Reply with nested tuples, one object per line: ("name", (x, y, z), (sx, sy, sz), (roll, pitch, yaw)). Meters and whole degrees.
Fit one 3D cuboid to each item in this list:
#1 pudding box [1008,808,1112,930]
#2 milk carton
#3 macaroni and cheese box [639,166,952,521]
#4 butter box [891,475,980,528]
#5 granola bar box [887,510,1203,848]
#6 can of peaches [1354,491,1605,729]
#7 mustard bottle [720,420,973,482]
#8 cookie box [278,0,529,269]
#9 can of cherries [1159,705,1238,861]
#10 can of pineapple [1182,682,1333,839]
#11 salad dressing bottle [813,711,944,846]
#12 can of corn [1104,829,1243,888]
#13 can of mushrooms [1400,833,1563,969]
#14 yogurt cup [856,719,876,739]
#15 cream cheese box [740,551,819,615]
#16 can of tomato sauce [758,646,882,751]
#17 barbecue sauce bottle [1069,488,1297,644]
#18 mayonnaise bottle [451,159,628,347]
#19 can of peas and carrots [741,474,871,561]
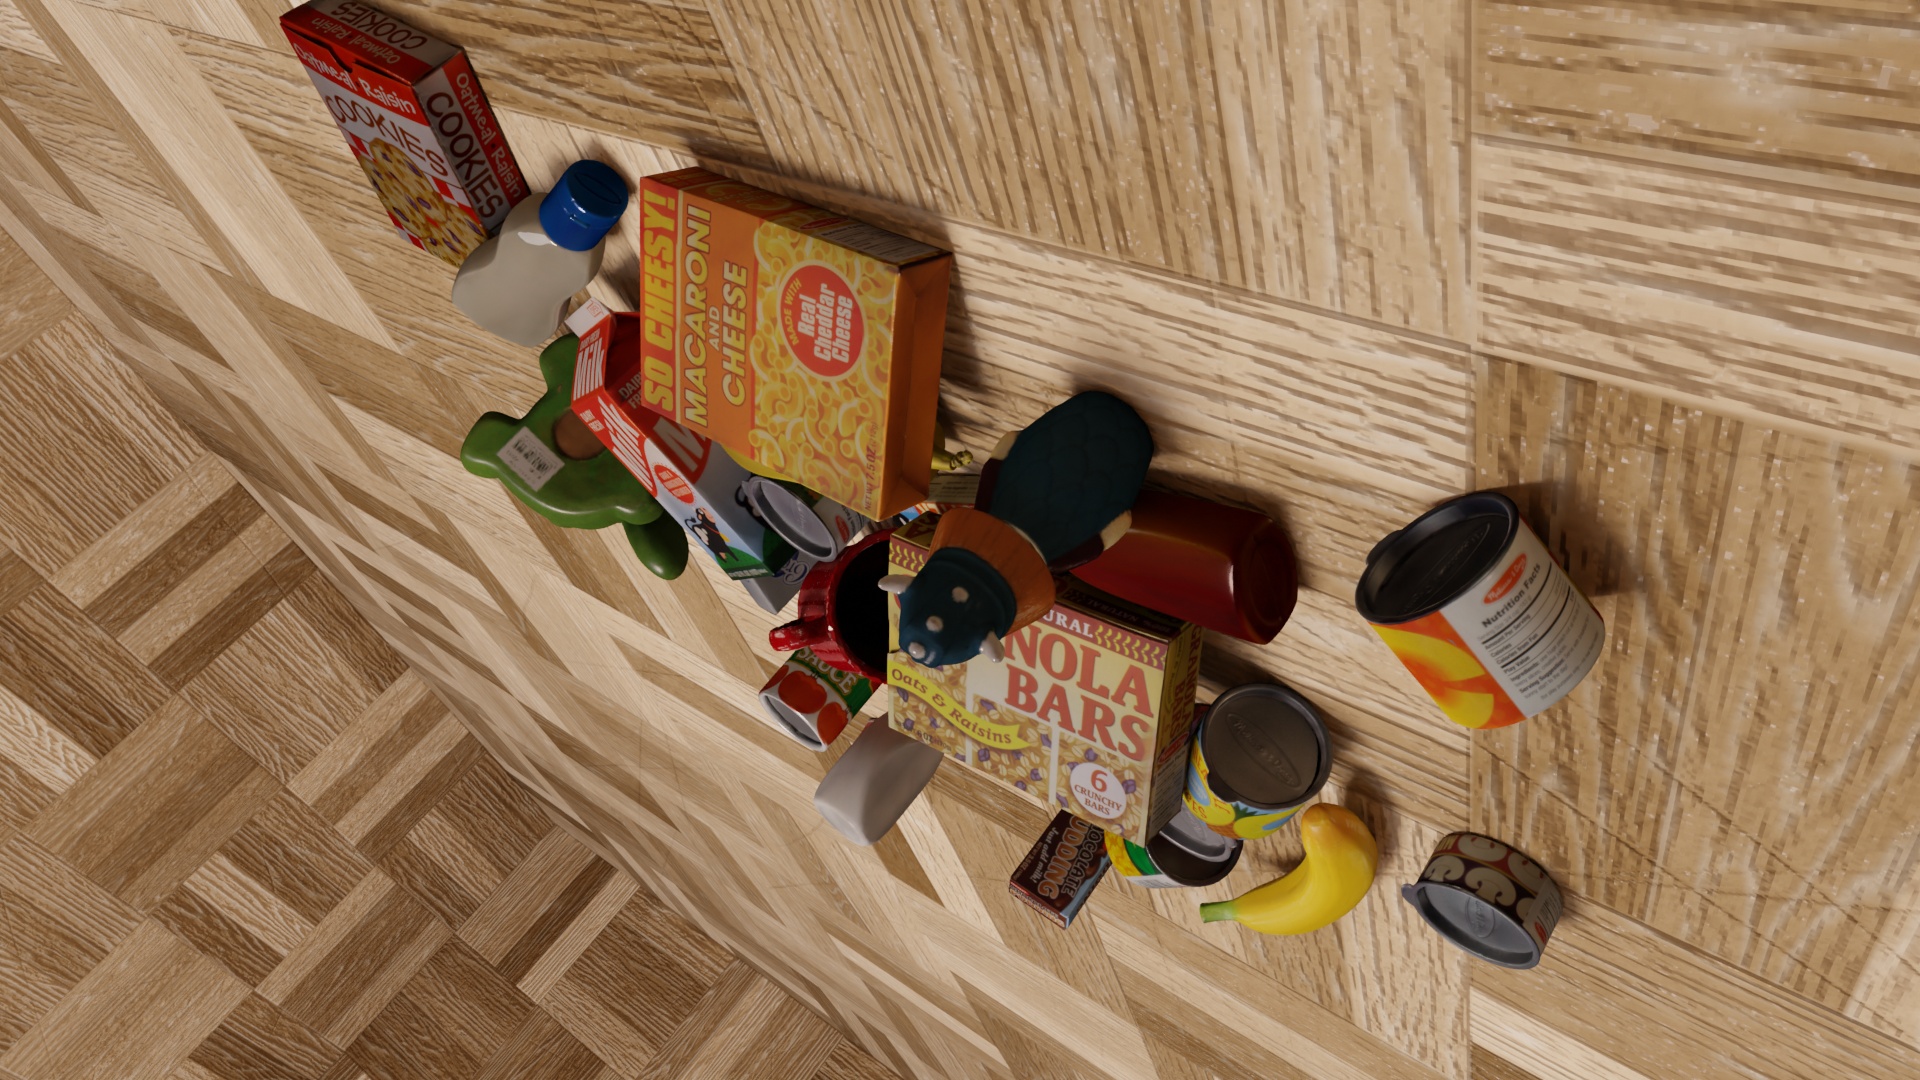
("pudding box", (0.077, 0.222, 0.966), (0.050, 0.084, 0.030), (32, 153, 20))
("milk carton", (-0.166, -0.068, 0.846), (0.190, 0.074, 0.072), (49, 154, -17))
("macaroni and cheese box", (-0.084, -0.097, 0.662), (0.167, 0.040, 0.123), (26, 123, 31))
("butter box", (0.003, -0.010, 0.760), (0.103, 0.024, 0.053), (4, 136, 53))
("granola bar box", (0.037, 0.068, 0.711), (0.166, 0.039, 0.123), (20, 124, 30))
("can of peaches", (0.186, 0.025, 0.503), (0.058, 0.071, 0.071), (47, 155, -14))
("mustard bottle", (-0.059, -0.055, 0.729), (0.160, 0.065, 0.048), (18, 143, 34))
("cookie box", (-0.320, -0.232, 0.835), (0.123, 0.040, 0.166), (29, 153, 25))
("can of cherries", (0.137, 0.134, 0.765), (0.071, 0.058, 0.071), (33, 153, 19))
("can of pineapple", (0.146, 0.113, 0.704), (0.071, 0.071, 0.057), (35, 155, 13))
("salad dressing bottle", (-0.029, 0.123, 0.877), (0.044, 0.148, 0.064), (25, 150, 33))
("can of corn", (0.128, 0.174, 0.839), (0.071, 0.071, 0.058), (42, 156, -3))
("can of mushrooms", (0.259, 0.178, 0.691), (0.071, 0.033, 0.070), (32, 155, 17))
("yogurt cup", (-0.067, 0.191, 1.161), (0.072, 0.054, 0.072), (32, 153, 19))
("cream cheese box", (-0.137, -0.004, 0.937), (0.024, 0.053, 0.103), (17, 146, 45))
("can of tomato sauce", (-0.098, 0.103, 1.022), (0.071, 0.083, 0.071), (32, 155, 18))
("barbecue sauce bottle", (0.081, 0.002, 0.644), (0.148, 0.044, 0.064), (17, 146, 42))
("mayonnaise bottle", (-0.235, -0.163, 0.788), (0.064, 0.041, 0.147), (31, 145, -26))
("can of peas and carrots", (-0.081, -0.032, 0.801), (0.071, 0.059, 0.070), (33, 154, 18))
